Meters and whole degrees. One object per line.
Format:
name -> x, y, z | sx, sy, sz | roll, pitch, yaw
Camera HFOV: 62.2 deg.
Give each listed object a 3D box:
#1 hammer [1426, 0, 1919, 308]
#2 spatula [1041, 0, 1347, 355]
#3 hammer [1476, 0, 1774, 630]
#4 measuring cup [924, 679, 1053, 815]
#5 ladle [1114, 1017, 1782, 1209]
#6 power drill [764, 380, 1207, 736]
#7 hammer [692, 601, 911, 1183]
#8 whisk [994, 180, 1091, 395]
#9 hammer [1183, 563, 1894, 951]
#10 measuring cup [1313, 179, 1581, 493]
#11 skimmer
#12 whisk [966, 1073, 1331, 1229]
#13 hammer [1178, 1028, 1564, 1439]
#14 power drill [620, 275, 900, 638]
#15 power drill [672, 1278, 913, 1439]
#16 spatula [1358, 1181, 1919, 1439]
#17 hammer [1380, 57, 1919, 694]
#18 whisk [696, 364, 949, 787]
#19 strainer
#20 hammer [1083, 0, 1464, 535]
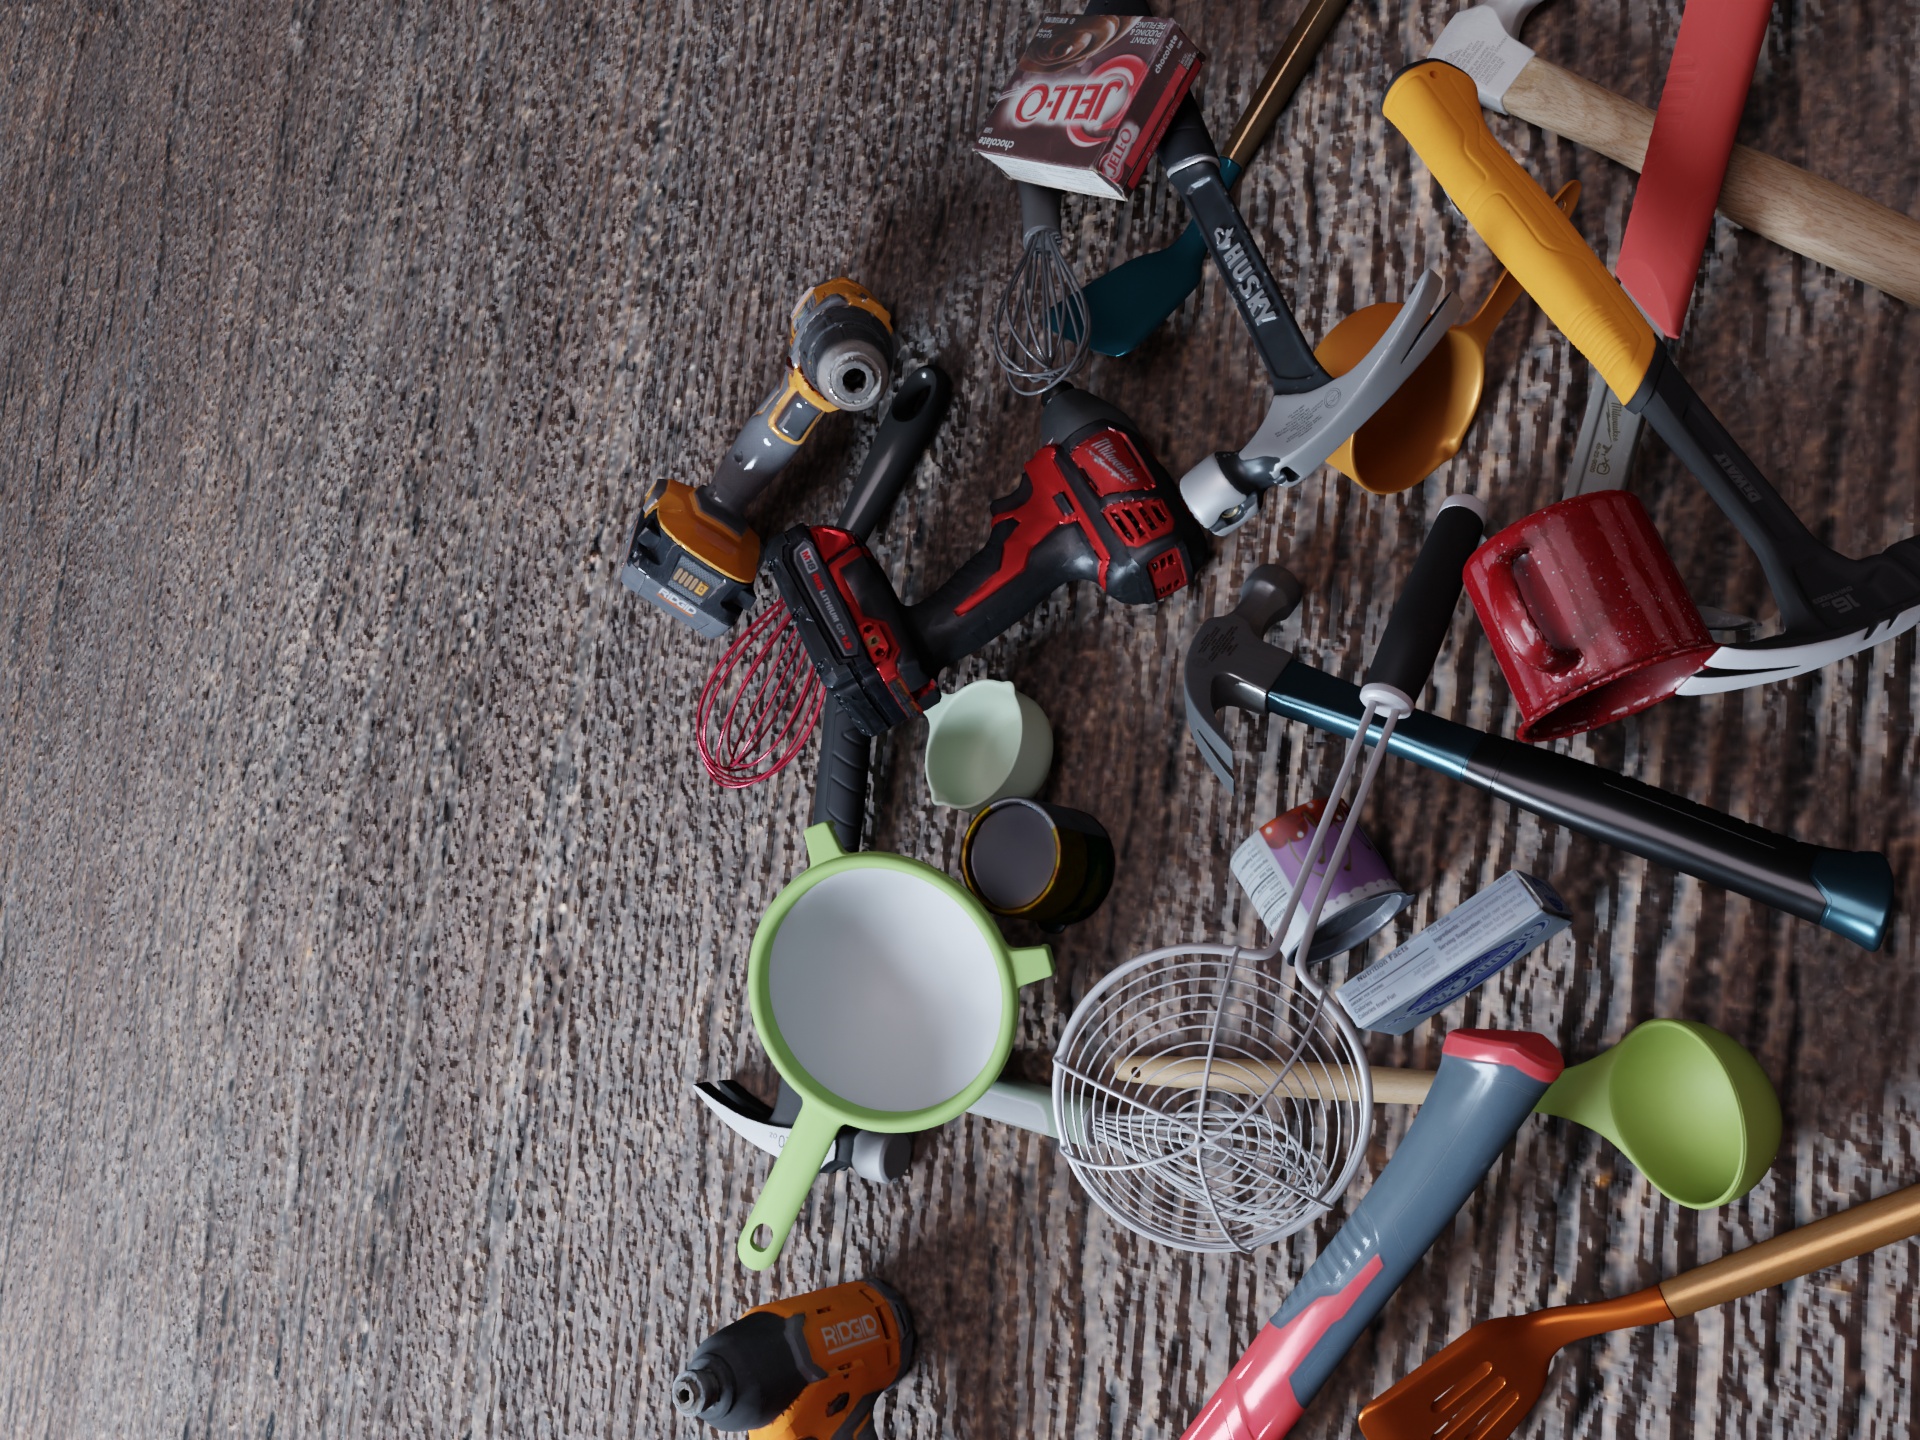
hammer -> 0.354, -0.256, 0.749 | 0.332, 0.031, 0.130 | 44, 104, 32
spatula -> 0.160, -0.341, 0.891 | 0.317, 0.044, 0.082 | -59, 42, 8
hammer -> 0.329, -0.223, 0.717 | 0.149, 0.036, 0.359 | 20, 103, 36
measuring cup -> -0.001, -0.003, 0.939 | 0.083, 0.038, 0.168 | -57, 39, 11
ladle -> 0.207, 0.173, 0.742 | 0.320, 0.062, 0.078 | -5, 87, 36
power drill -> 0.012, -0.097, 0.888 | 0.219, 0.078, 0.143 | -27, 64, 2
hammer -> -0.081, 0.095, 0.951 | 0.146, 0.035, 0.335 | 3, 86, 34
whisk -> 0.046, -0.276, 0.921 | 0.055, 0.055, 0.239 | -23, 47, 28
hammer -> 0.252, 0.021, 0.735 | 0.331, 0.033, 0.128 | 23, 56, 30
measuring cup -> 0.234, -0.197, 0.785 | 0.173, 0.095, 0.052 | -55, 48, 9
skimmer -> 0.157, 0.051, 0.696 | 0.127, 0.090, 0.363 | 26, 61, 7
whisk -> 0.077, 0.213, 0.828 | 0.246, 0.059, 0.057 | 5, 110, 39
hammer -> 0.161, 0.303, 0.722 | 0.143, 0.038, 0.386 | 42, 112, 32
power drill -> -0.117, -0.162, 0.975 | 0.226, 0.084, 0.185 | -52, 21, 14
power drill -> -0.062, 0.407, 0.807 | 0.084, 0.164, 0.227 | -34, 65, 23
spatula -> 0.319, 0.239, 0.657 | 0.322, 0.081, 0.041 | -31, 27, 21
hammer -> 0.273, -0.164, 0.683 | 0.127, 0.034, 0.337 | -19, 65, -17
whisk -> -0.083, -0.091, 0.995 | 0.073, 0.073, 0.296 | 28, 89, 35
strainer -> -0.056, 0.187, 0.875 | 0.151, 0.069, 0.256 | 28, 104, 12
hammer -> 0.132, -0.285, 0.842 | 0.149, 0.036, 0.409 | -37, 47, 28
